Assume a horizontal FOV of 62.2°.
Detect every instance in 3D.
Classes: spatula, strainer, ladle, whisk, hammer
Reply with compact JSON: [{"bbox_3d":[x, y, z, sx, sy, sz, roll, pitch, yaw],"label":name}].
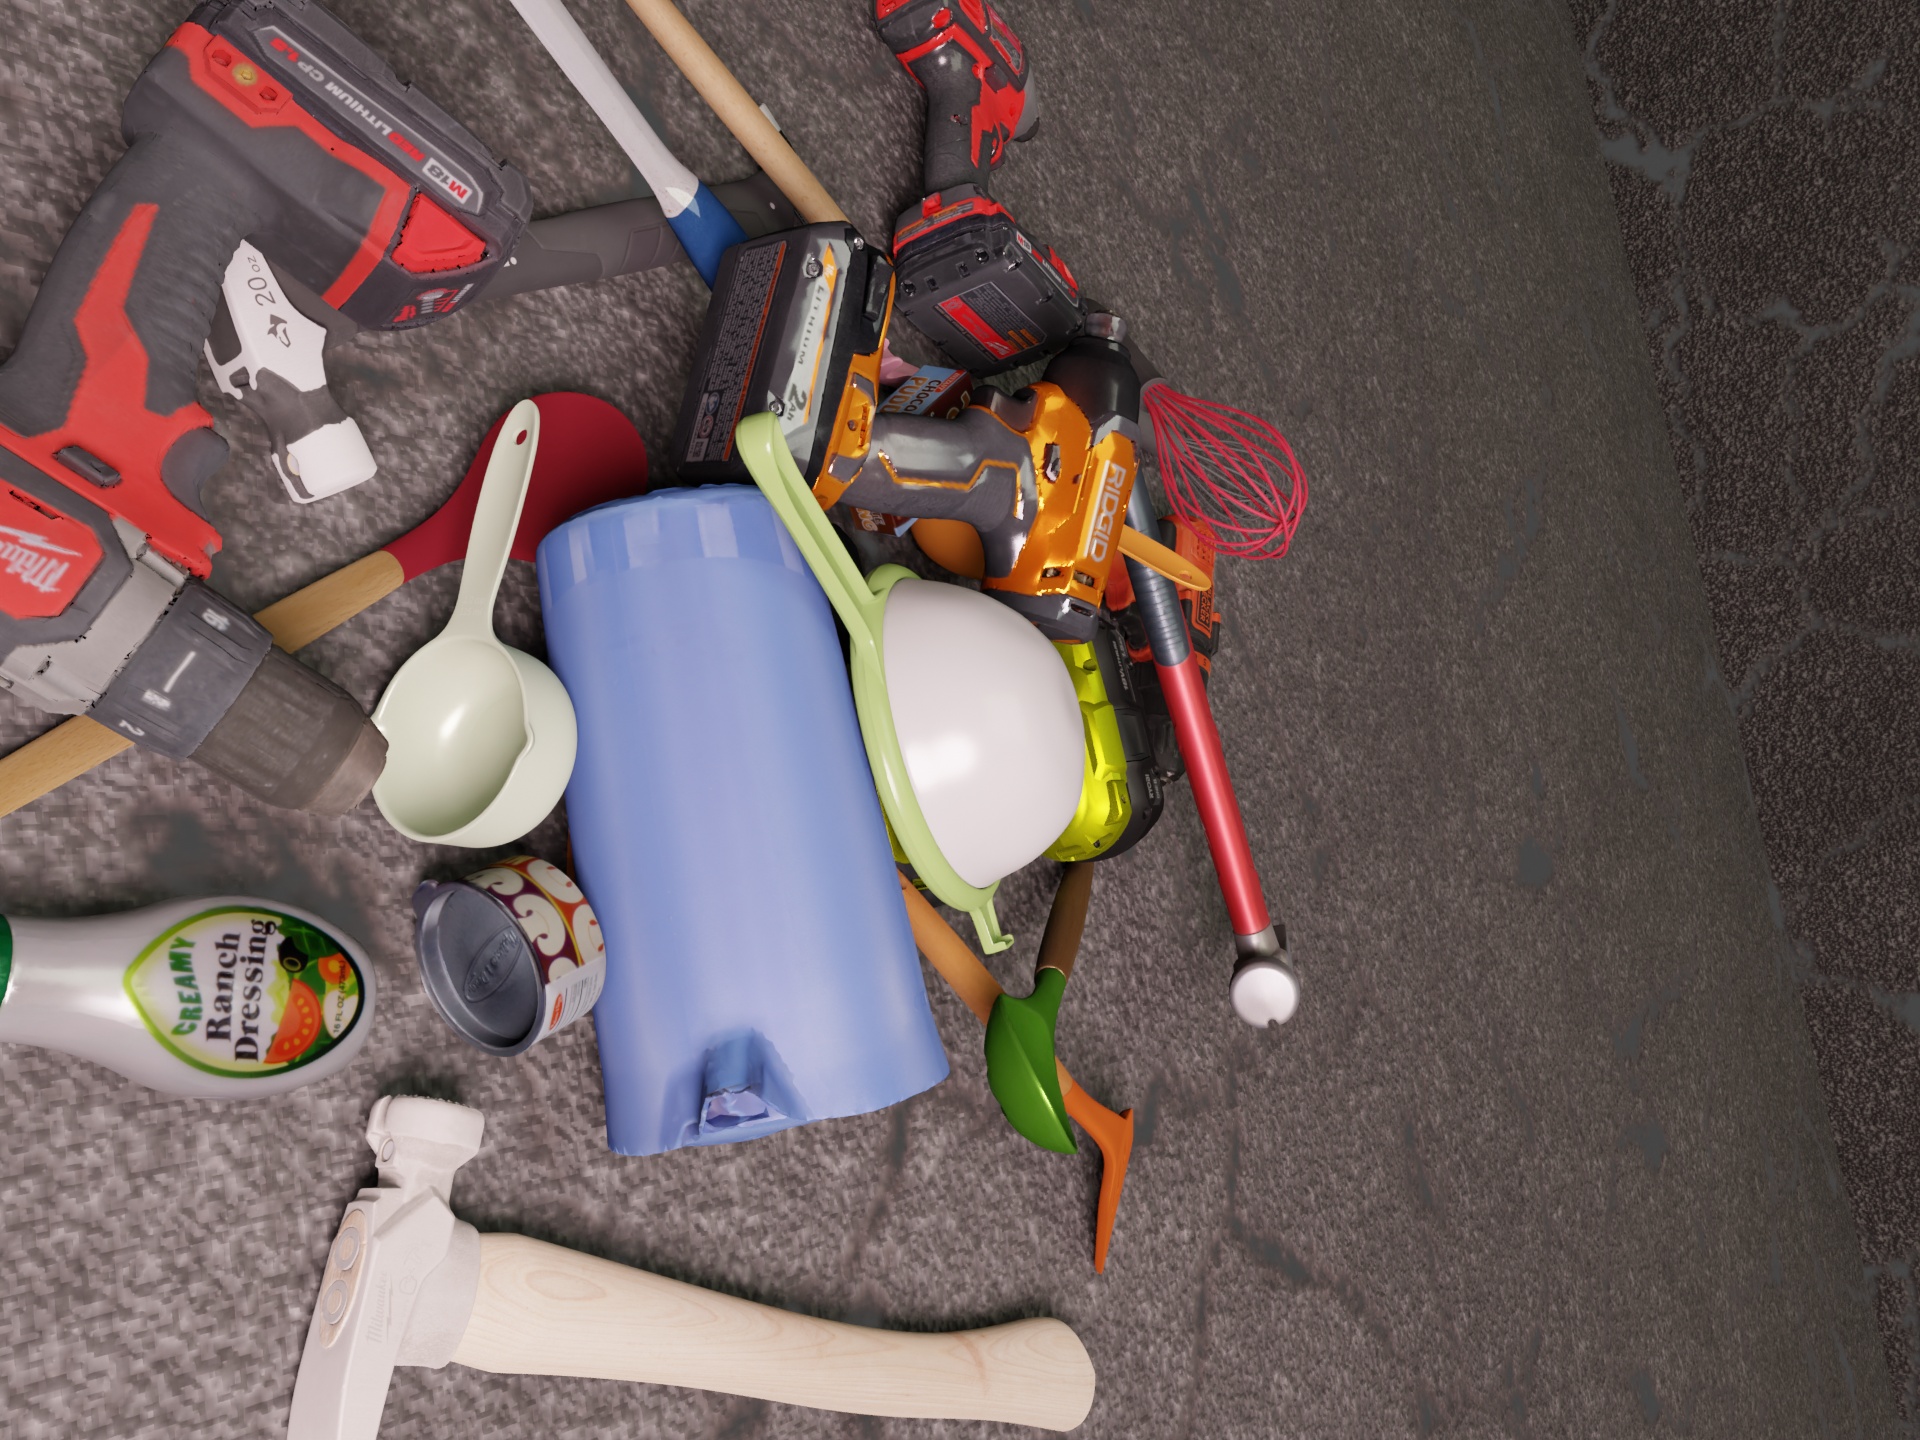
[{"bbox_3d":[0.030,0.166,0.773,0.322,0.041,0.081,55,41,-38],"label":"spatula"},{"bbox_3d":[-0.005,-0.032,0.629,0.256,0.069,0.152,60,22,-47],"label":"strainer"},{"bbox_3d":[-0.147,-0.317,0.734,0.319,0.062,0.078,46,29,-31],"label":"ladle"},{"bbox_3d":[-0.224,-0.043,0.574,0.315,0.031,0.069,-45,121,-47],"label":"ladle"},{"bbox_3d":[0.148,-0.190,1.094,0.238,0.055,0.055,18,64,-44],"label":"whisk"},{"bbox_3d":[0.124,-0.185,0.951,0.073,0.073,0.296,36,17,-40],"label":"whisk"},{"bbox_3d":[0.126,-0.027,0.914,0.143,0.038,0.386,-41,115,-77],"label":"hammer"},{"bbox_3d":[-0.129,-0.229,0.683,0.405,0.035,0.144,50,47,-48],"label":"hammer"},{"bbox_3d":[-0.180,-0.206,0.683,0.335,0.035,0.146,-37,108,-52],"label":"hammer"},{"bbox_3d":[-0.074,0.268,0.648,0.410,0.038,0.146,31,56,-43],"label":"hammer"}]

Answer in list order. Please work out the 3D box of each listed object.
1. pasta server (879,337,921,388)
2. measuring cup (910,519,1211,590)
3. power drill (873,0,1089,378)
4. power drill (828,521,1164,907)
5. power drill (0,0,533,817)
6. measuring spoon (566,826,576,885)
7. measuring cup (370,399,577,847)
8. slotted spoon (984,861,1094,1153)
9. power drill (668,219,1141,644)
[{"bbox_3d":[0.013,-0.185,0.922,0.316,0.040,0.060,15,38,-51],"label":"pasta server"},{"bbox_3d":[0.050,-0.094,0.849,0.174,0.052,0.095,30,43,15],"label":"measuring cup"},{"bbox_3d":[0.012,-0.324,0.938,0.143,0.078,0.220,27,53,-55],"label":"power drill"},{"bbox_3d":[-0.001,-0.003,0.808,0.228,0.080,0.191,-1,76,-50],"label":"power drill"},{"bbox_3d":[-0.227,-0.097,0.505,0.187,0.080,0.227,37,64,-25],"label":"power drill"},{"bbox_3d":[-0.149,0.040,0.651,0.021,0.011,0.117,17,64,-48],"label":"measuring spoon"},{"bbox_3d":[-0.167,-0.034,0.587,0.038,0.083,0.168,29,67,-58],"label":"measuring cup"},{"bbox_3d":[0.047,0.119,0.774,0.070,0.031,0.314,63,15,-9],"label":"slotted spoon"},{"bbox_3d":[-0.006,-0.141,0.727,0.226,0.084,0.164,18,84,-40],"label":"power drill"}]
